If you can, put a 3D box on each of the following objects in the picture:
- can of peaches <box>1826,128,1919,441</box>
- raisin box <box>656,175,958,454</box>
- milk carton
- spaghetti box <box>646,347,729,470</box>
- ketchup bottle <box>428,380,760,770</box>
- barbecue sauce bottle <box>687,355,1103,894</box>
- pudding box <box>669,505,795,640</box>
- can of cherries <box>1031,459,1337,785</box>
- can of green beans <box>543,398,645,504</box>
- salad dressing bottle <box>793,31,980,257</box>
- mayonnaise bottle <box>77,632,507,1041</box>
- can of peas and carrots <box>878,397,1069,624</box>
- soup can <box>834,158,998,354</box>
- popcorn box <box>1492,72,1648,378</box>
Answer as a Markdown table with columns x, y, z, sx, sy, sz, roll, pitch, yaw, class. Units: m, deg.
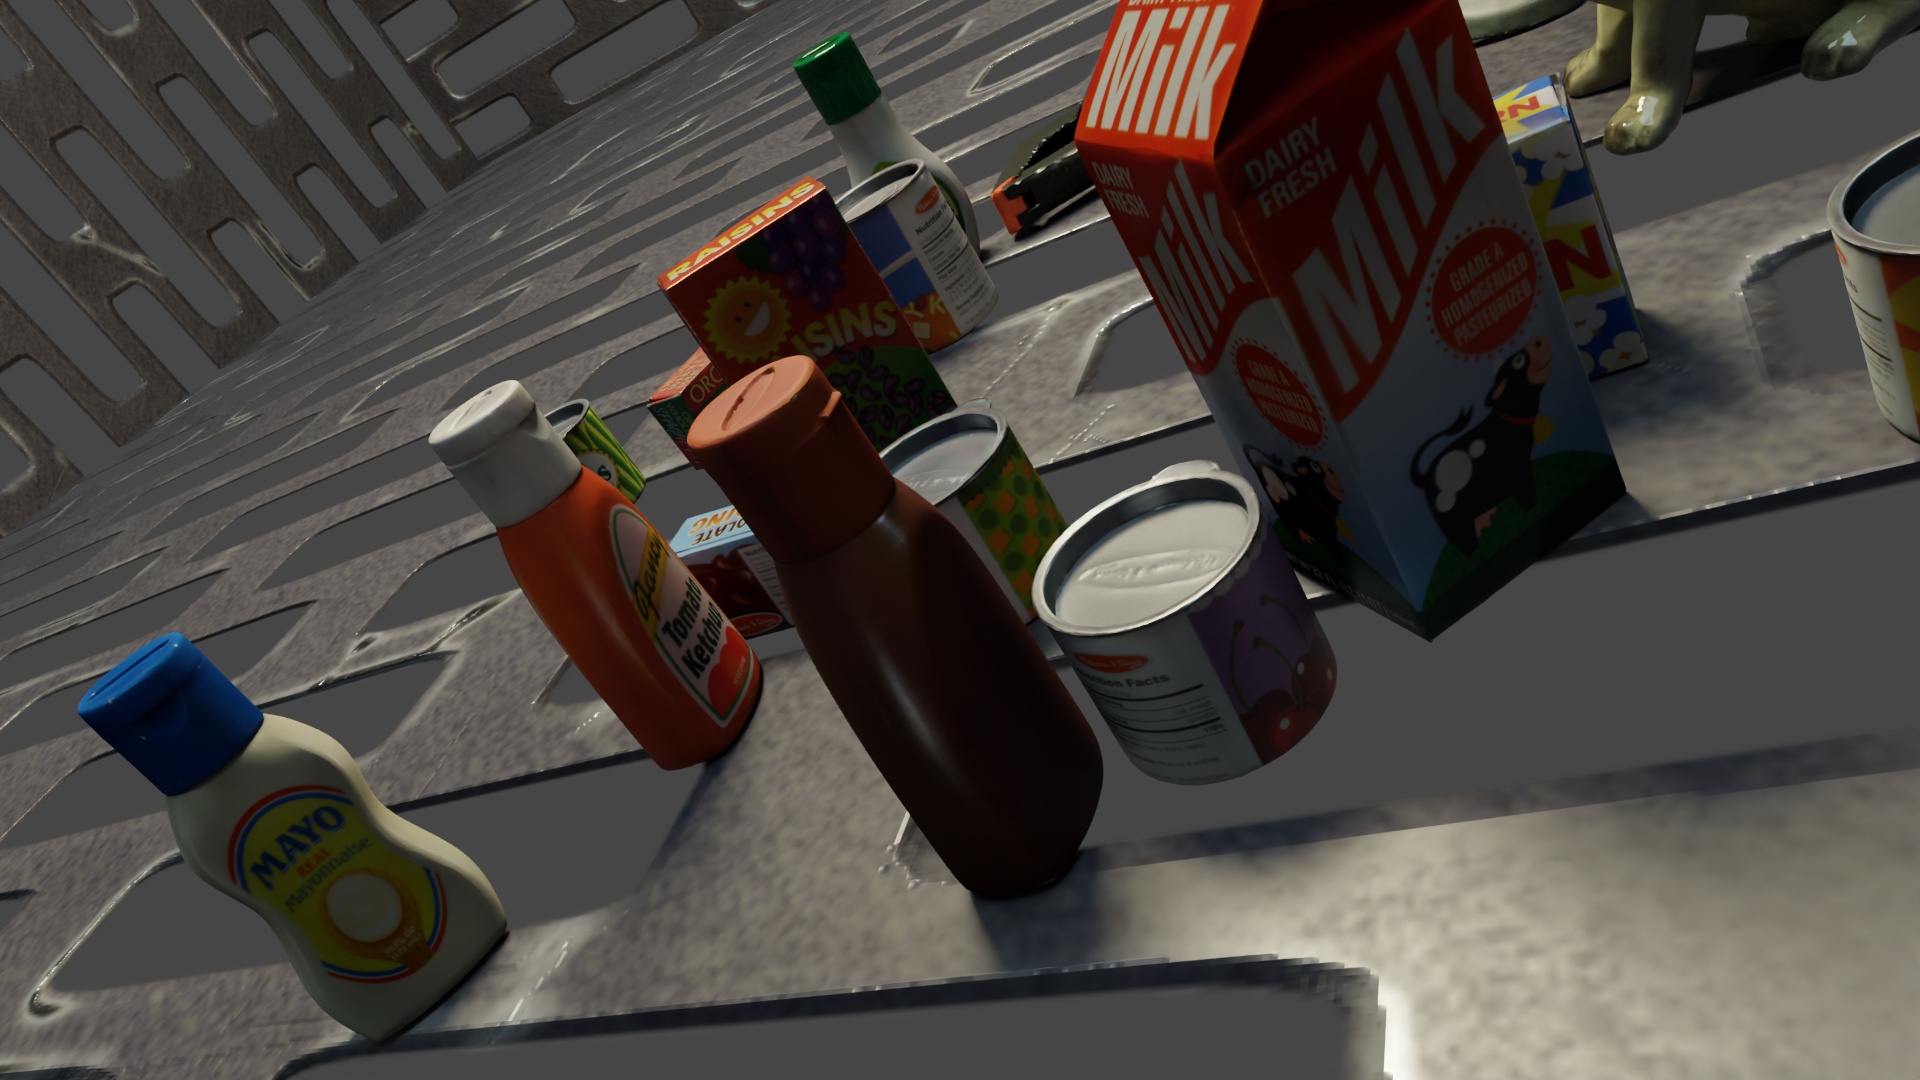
| x | y | z | sx | sy | sz | roll | pitch | yaw | class |
| --- | --- | --- | --- | --- | --- | --- | --- | --- | --- |
| 0.248 | -0.062 | 0.323 | 0.071 | 0.058 | 0.071 | -25 | 27 | 14 | can of peaches |
| -0.068 | -0.090 | 0.635 | 0.086 | 0.123 | 0.040 | -34 | 26 | -3 | raisin box |
| 0.095 | -0.074 | 0.359 | 0.073 | 0.190 | 0.072 | -36 | 26 | -7 | milk carton |
| -0.092 | -0.137 | 0.824 | 0.028 | 0.050 | 0.251 | -7 | 36 | 41 | spaghetti box |
| -0.130 | 0.012 | 0.501 | 0.043 | 0.148 | 0.065 | -23 | 28 | 19 | ketchup bottle |
| -0.014 | 0.022 | 0.360 | 0.043 | 0.148 | 0.065 | -17 | 30 | 28 | barbecue sauce bottle |
| -0.073 | 0.008 | 0.557 | 0.083 | 0.049 | 0.030 | -16 | 31 | 30 | pudding box |
| 0.063 | 0.022 | 0.379 | 0.071 | 0.058 | 0.072 | -25 | 27 | 14 | can of cherries |
| -0.221 | -0.037 | 0.784 | 0.071 | 0.057 | 0.071 | -25 | 27 | 14 | can of green beans |
| -0.042 | -0.214 | 0.793 | 0.064 | 0.147 | 0.044 | -27 | 27 | 11 | salad dressing bottle |
| -0.218 | 0.095 | 0.455 | 0.065 | 0.147 | 0.041 | -43 | 28 | -20 | mayonnaise bottle |
| 0.002 | -0.006 | 0.491 | 0.071 | 0.058 | 0.071 | -25 | 27 | 14 | can of peas and carrots |
| -0.029 | -0.149 | 0.739 | 0.071 | 0.083 | 0.072 | -25 | 27 | 14 | soup can |
| 0.138 | -0.078 | 0.438 | 0.126 | 0.085 | 0.038 | -18 | 30 | 26 | popcorn box |
